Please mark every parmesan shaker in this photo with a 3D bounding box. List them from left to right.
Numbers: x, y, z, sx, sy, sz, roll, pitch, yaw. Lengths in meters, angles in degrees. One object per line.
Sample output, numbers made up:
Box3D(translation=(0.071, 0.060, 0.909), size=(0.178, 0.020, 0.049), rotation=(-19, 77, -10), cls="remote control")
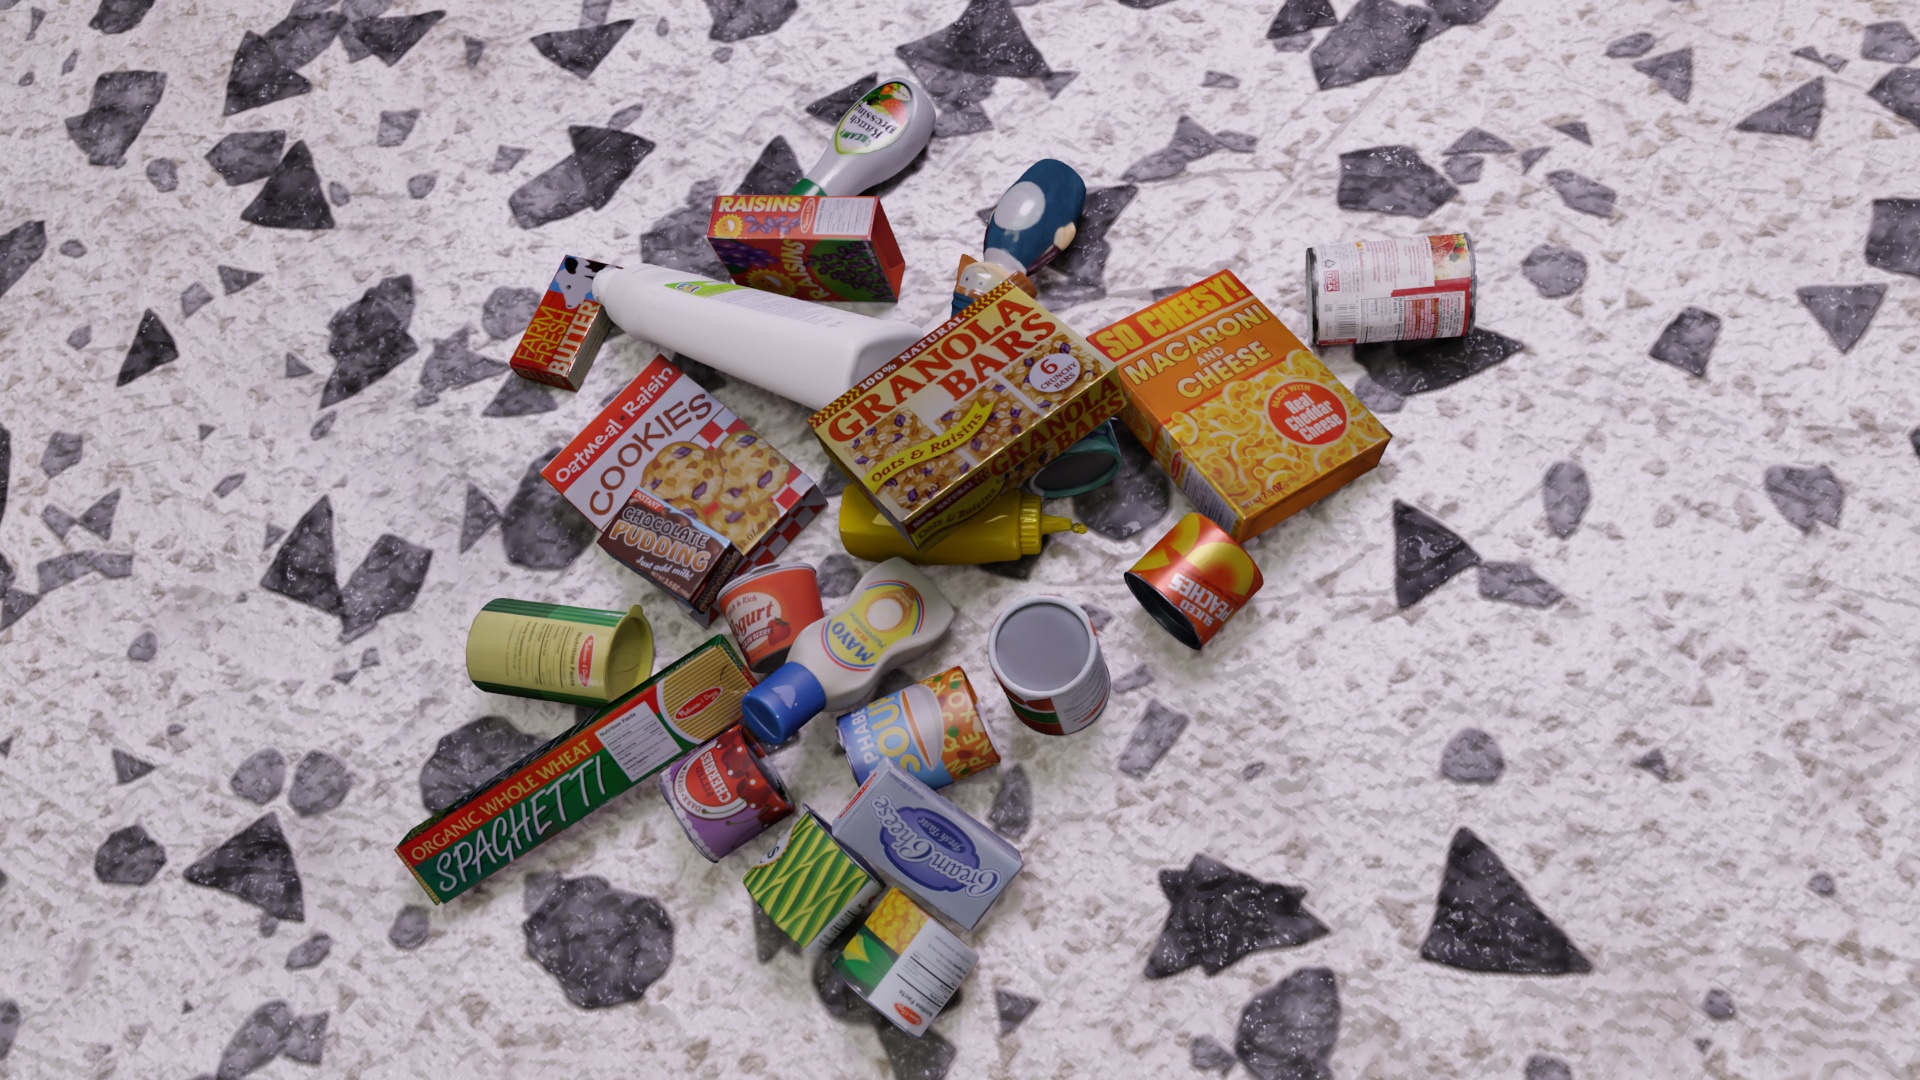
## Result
Box3D(translation=(-0.266, 0.072, 0.927), size=(0.103, 0.071, 0.071), rotation=(6, 69, 15), cls="parmesan shaker")

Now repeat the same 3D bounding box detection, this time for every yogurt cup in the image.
Box3D(translation=(-0.119, 0.052, 0.908), size=(0.072, 0.072, 0.054), rotation=(-22, 73, 2), cls="yogurt cup")

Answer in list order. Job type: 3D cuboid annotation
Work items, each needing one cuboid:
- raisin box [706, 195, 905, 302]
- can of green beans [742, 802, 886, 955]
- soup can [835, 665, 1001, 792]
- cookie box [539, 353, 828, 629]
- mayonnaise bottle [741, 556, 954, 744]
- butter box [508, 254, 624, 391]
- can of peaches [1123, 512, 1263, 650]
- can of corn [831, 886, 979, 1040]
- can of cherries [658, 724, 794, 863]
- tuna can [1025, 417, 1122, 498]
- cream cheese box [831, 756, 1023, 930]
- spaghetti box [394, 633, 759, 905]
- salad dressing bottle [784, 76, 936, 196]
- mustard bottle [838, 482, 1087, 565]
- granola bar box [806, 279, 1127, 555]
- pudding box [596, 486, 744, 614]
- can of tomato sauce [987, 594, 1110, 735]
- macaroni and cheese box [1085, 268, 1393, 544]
Box3D(translation=(-0.111, -0.212, 1.007), size=(0.123, 0.086, 0.040), rotation=(4, 70, 13), cls="raisin box")
Box3D(translation=(-0.088, 0.205, 0.833), size=(0.058, 0.071, 0.071), rotation=(-45, 66, -8), cls="can of green beans")
Box3D(translation=(-0.026, 0.121, 0.853), size=(0.084, 0.071, 0.071), rotation=(-24, 64, 1), cls="soup can")
Box3D(translation=(-0.195, -0.037, 0.975), size=(0.168, 0.040, 0.123), rotation=(39, 80, 23), cls="cookie box")
Box3D(translation=(-0.071, 0.071, 0.864), size=(0.065, 0.041, 0.149), rotation=(45, 51, 9), cls="mayonnaise bottle")
Box3D(translation=(-0.297, -0.167, 1.061), size=(0.053, 0.024, 0.104), rotation=(16, 71, 17), cls="butter box")
Box3D(translation=(0.146, 0.025, 0.860), size=(0.058, 0.071, 0.071), rotation=(-43, 66, -9), cls="can of peaches")
Box3D(translation=(-0.033, 0.243, 0.806), size=(0.071, 0.071, 0.058), rotation=(34, 77, 23), cls="can of corn")
Box3D(translation=(-0.145, 0.156, 0.863), size=(0.058, 0.071, 0.071), rotation=(-32, 65, -3), cls="can of cherries")
Box3D(translation=(0.074, -0.057, 0.913), size=(0.071, 0.071, 0.033), rotation=(-16, 66, 5), cls="tuna can")
Box3D(translation=(-0.019, 0.179, 0.818), size=(0.104, 0.024, 0.053), rotation=(38, 95, -10), cls="cream cheese box")
Box3D(translation=(-0.242, 0.146, 0.884), size=(0.250, 0.029, 0.050), rotation=(-32, 103, 4), cls="spaghetti box")
Box3D(translation=(-0.083, -0.287, 1.058), size=(0.064, 0.044, 0.148), rotation=(37, 79, 24), cls="salad dressing bottle")
Box3D(translation=(0.003, -0.011, 0.912), size=(0.160, 0.065, 0.049), rotation=(2, 68, 6), cls="mustard bottle")
Box3D(translation=(0.003, -0.081, 0.883), size=(0.166, 0.039, 0.124), rotation=(-36, 50, -10), cls="granola bar box")
Box3D(translation=(-0.191, 0.006, 0.916), size=(0.084, 0.030, 0.050), rotation=(30, 76, 20), cls="pudding box")
Box3D(translation=(0.053, 0.076, 0.849), size=(0.071, 0.083, 0.071), rotation=(-4, 67, 10), cls="can of tomato sauce")
Box3D(translation=(0.175, -0.089, 0.904), size=(0.124, 0.040, 0.167), rotation=(-27, 63, -19), cls="macaroni and cheese box")
